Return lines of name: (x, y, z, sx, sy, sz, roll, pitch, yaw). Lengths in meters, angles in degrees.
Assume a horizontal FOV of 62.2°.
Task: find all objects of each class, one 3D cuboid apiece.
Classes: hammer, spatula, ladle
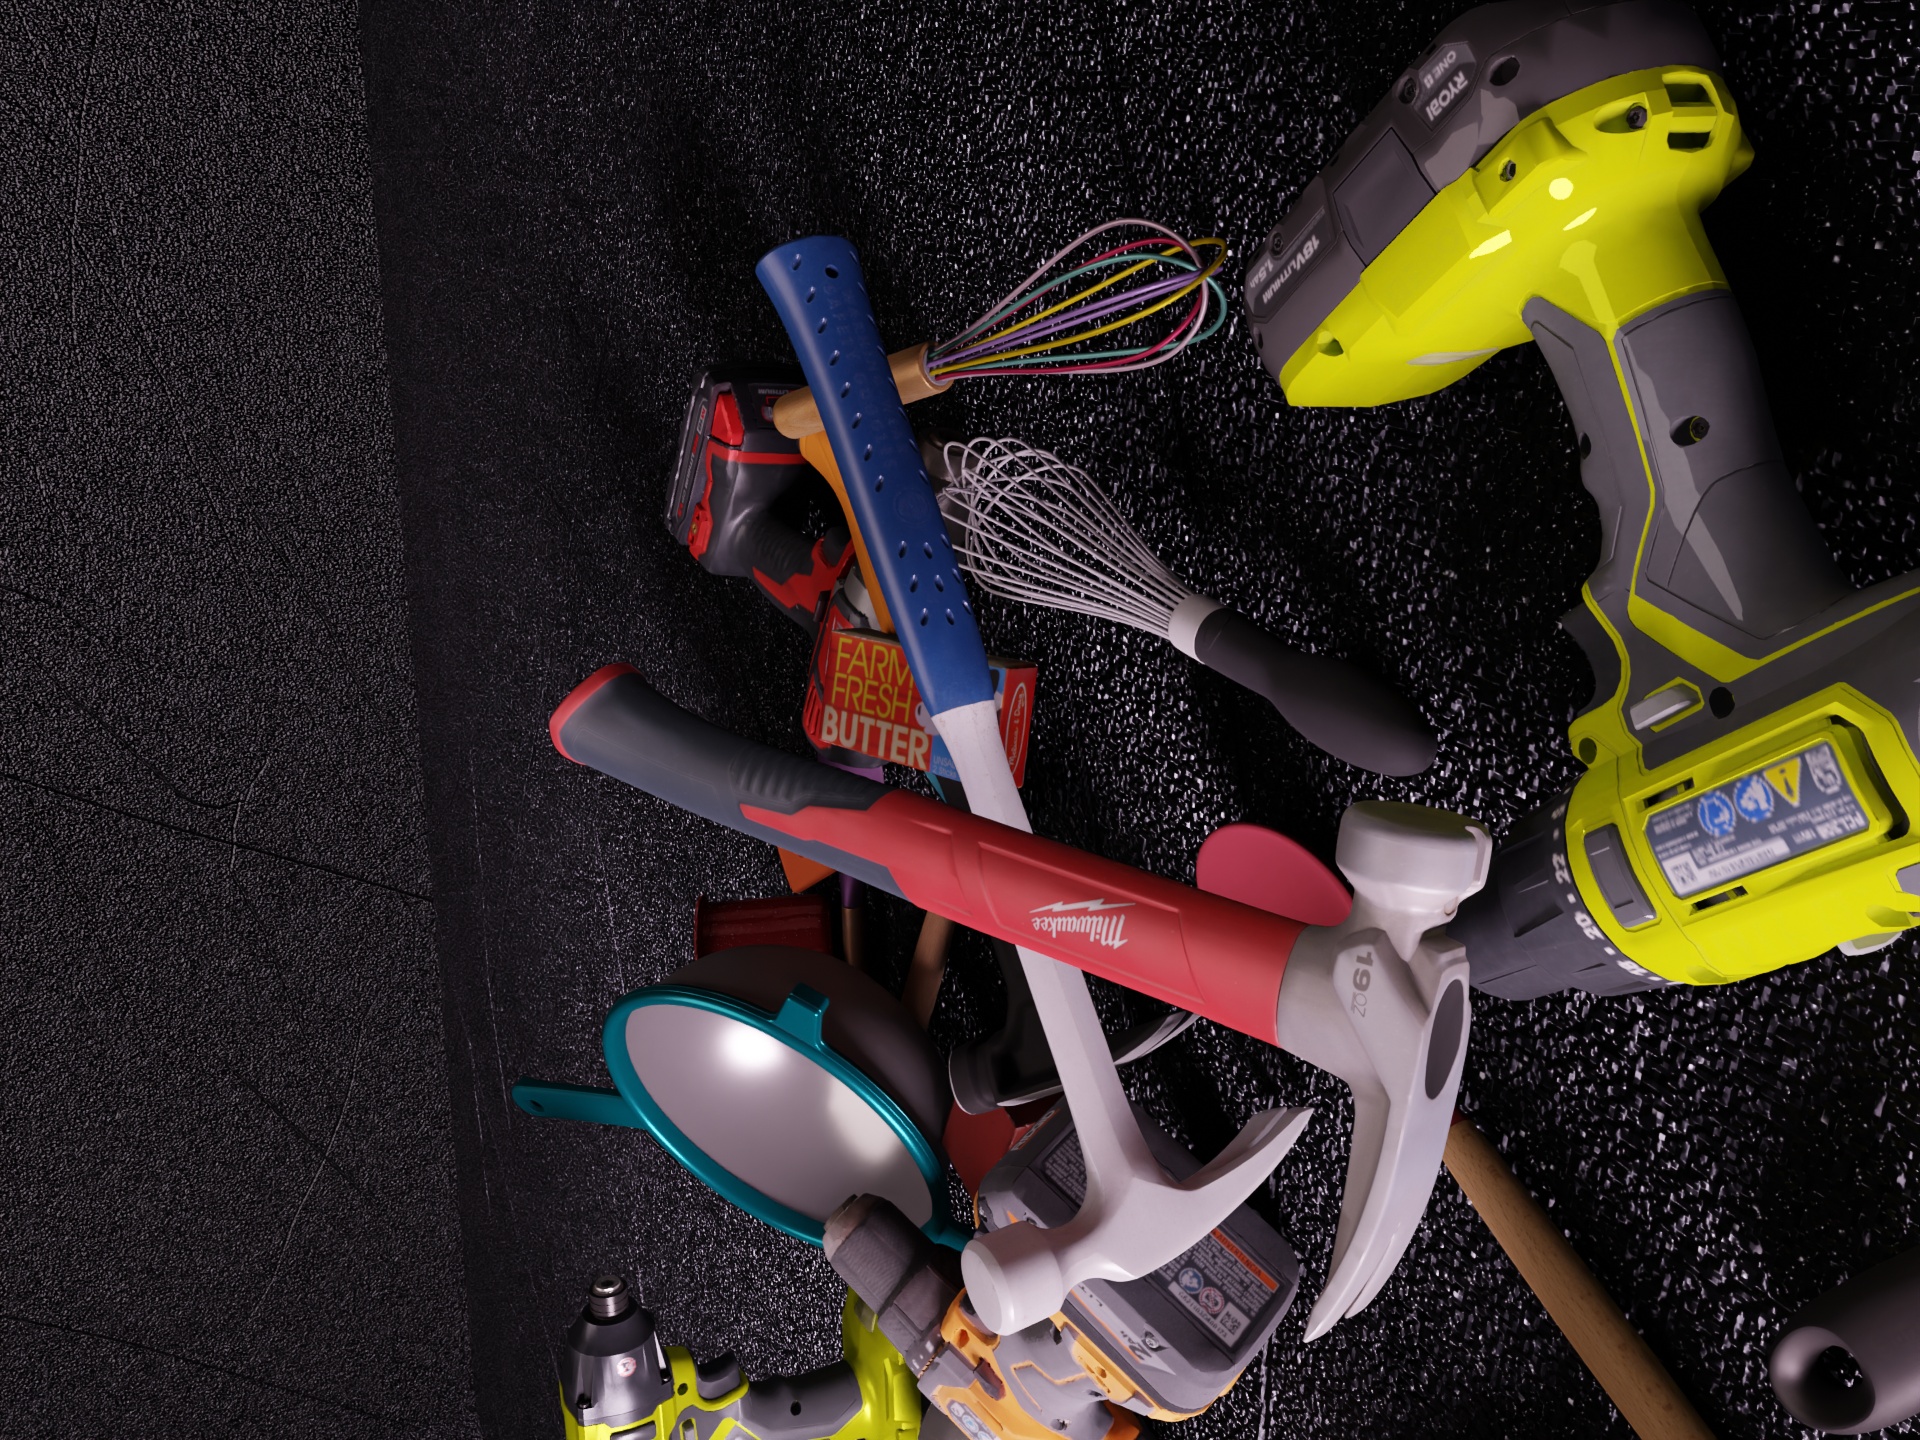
hammer: (-0.018, 0.057, 0.534, 0.387, 0.038, 0.143, 16, 102, 41)
spatula: (-0.070, 0.056, 0.827, 0.322, 0.041, 0.081, 165, 90, -80)
hammer: (-0.001, -0.002, 0.707, 0.127, 0.034, 0.337, -29, 74, 37)
ladle: (0.170, 0.150, 0.498, 0.316, 0.031, 0.069, 57, 147, 37)
spatula: (-0.022, 0.119, 0.852, 0.082, 0.044, 0.317, 40, 137, 29)
spatula: (-0.060, 0.133, 0.949, 0.060, 0.018, 0.315, 17, 116, 44)
hammer: (0.009, 0.005, 0.603, 0.035, 0.144, 0.405, -35, 72, 63)

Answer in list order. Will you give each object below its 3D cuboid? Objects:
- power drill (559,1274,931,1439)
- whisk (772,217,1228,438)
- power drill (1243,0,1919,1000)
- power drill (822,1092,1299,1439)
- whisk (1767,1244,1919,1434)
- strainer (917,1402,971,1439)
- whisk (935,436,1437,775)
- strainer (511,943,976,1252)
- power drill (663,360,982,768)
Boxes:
power drill: (-0.111, 0.370, 0.899, 0.080, 0.223, 0.171, 23, 118, 60)
whisk: (0.008, -0.151, 0.648, 0.245, 0.051, 0.047, -7, 67, 45)
power drill: (0.160, -0.043, 0.408, 0.190, 0.080, 0.229, -45, 60, 58)
power drill: (0.028, 0.246, 0.693, 0.185, 0.084, 0.226, 40, 140, 17)
whisk: (0.243, 0.084, 0.305, 0.295, 0.073, 0.073, 105, 146, -49)
strainer: (0.013, 0.459, 0.850, 0.152, 0.069, 0.256, 22, 116, 60)
whisk: (0.071, -0.046, 0.607, 0.285, 0.070, 0.070, 39, 131, 48)
strainer: (-0.130, 0.196, 0.905, 0.340, 0.095, 0.210, -7, 124, 41)
power drill: (-0.070, -0.110, 0.849, 0.227, 0.080, 0.187, 52, 134, 39)
